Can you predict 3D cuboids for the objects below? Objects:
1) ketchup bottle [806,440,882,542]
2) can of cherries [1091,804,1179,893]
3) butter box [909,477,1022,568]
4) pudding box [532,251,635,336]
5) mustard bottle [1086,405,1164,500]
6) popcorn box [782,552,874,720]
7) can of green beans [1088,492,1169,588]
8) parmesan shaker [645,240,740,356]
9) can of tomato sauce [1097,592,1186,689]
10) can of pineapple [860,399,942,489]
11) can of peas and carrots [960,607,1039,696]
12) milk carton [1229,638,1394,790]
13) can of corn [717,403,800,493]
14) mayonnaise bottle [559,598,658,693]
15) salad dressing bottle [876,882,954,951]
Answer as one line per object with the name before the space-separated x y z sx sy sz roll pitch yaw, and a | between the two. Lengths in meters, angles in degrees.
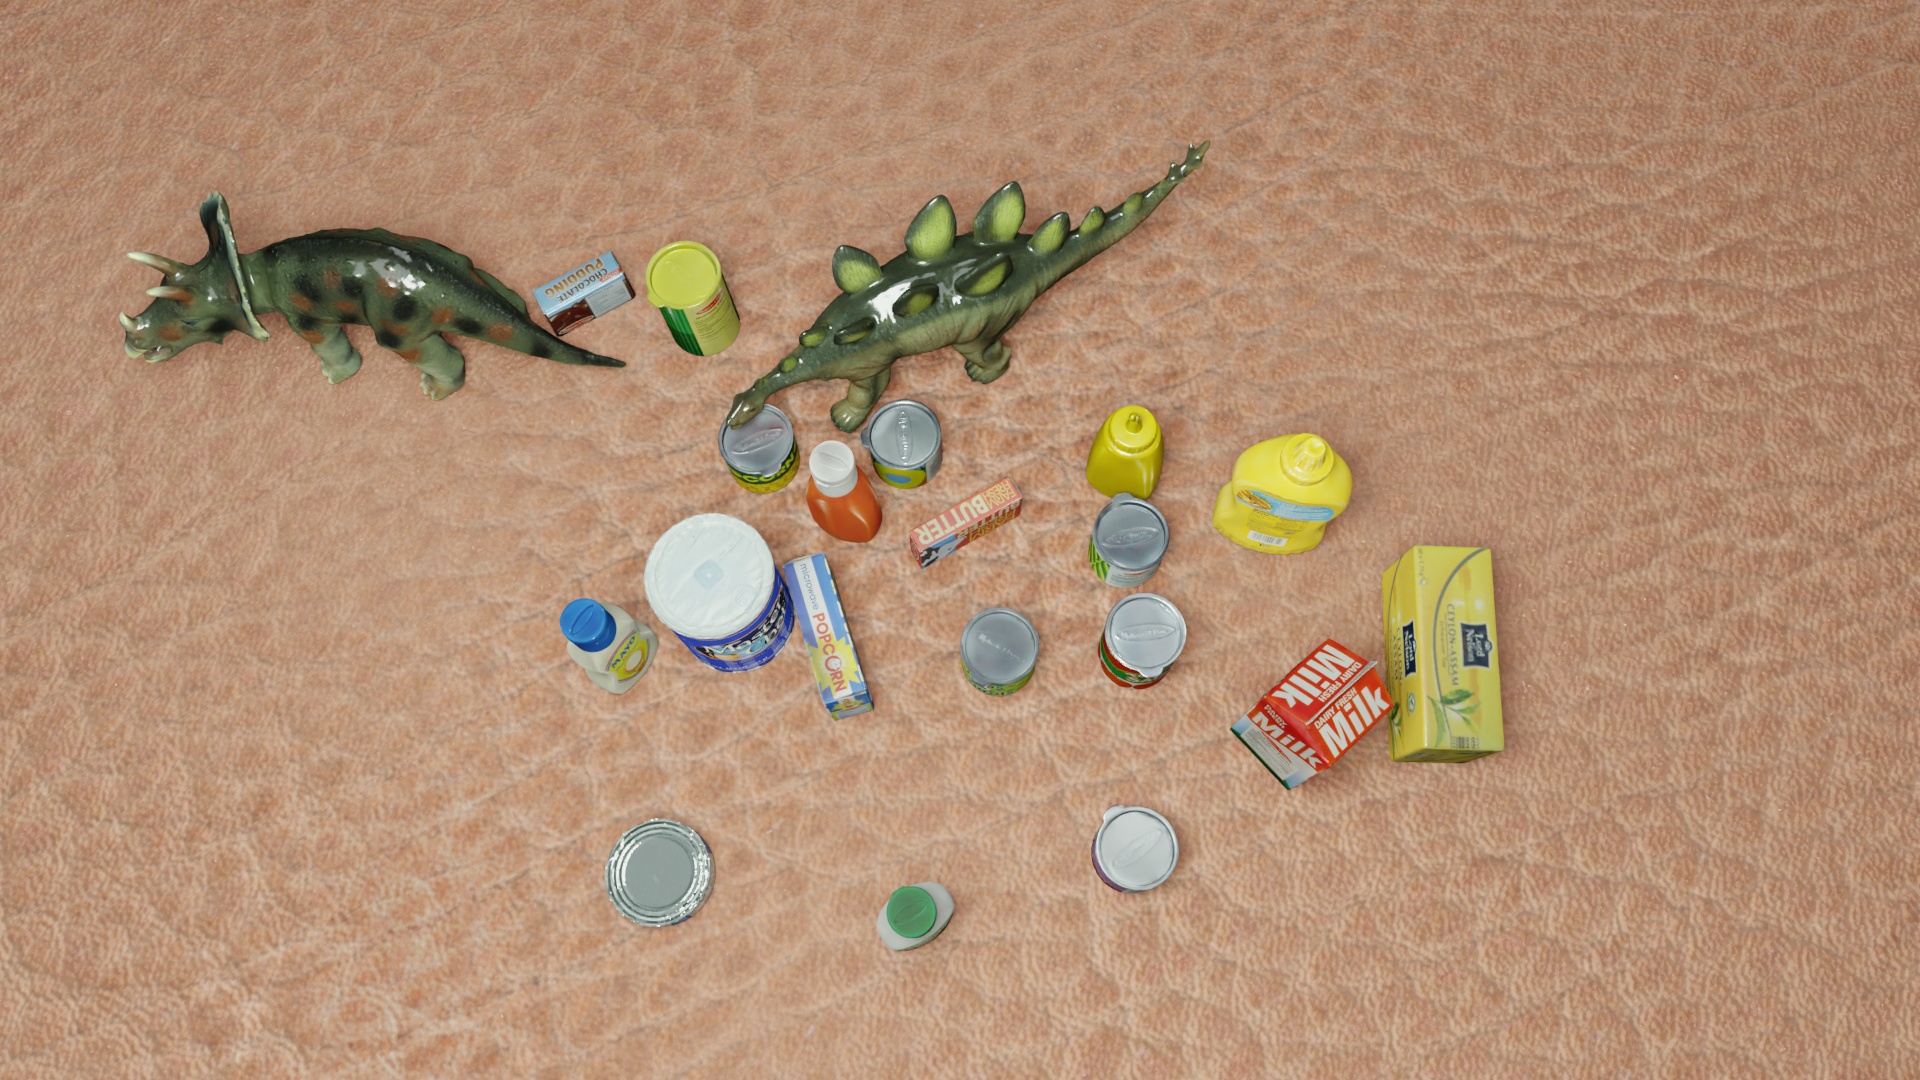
ketchup bottle | -0.102 -0.041 1.181 0.065 0.148 0.043 23 75 7
can of cherries | 0.140 0.251 1.133 0.071 0.058 0.071 0 73 1
butter box | 0.004 -0.015 1.221 0.104 0.053 0.024 -29 75 -8
pudding box | -0.350 -0.229 1.294 0.084 0.049 0.030 -30 75 -9
mustard bottle | 0.144 -0.079 1.184 0.065 0.159 0.049 18 74 6
popcorn box | -0.111 0.082 1.175 0.038 0.085 0.127 -17 73 -5
can of green beans | 0.146 0.003 1.212 0.071 0.057 0.071 0 73 1
parmesan shaker | -0.244 -0.216 1.261 0.071 0.102 0.071 0 73 1
can of tomato sauce | 0.152 0.088 1.172 0.071 0.083 0.071 0 73 1
can of pineapple | -0.051 -0.086 1.242 0.071 0.057 0.071 0 73 1
can of peas and carrots | 0.032 0.098 1.182 0.071 0.058 0.071 0 73 1
milk carton | 0.279 0.137 1.099 0.072 0.190 0.073 -40 77 -11
can of corn | -0.178 -0.079 1.240 0.071 0.058 0.071 0 73 1
mayonnaise bottle | -0.291 0.083 1.143 0.041 0.147 0.065 31 76 10
salad dressing bottle | -0.036 0.290 1.075 0.064 0.147 0.044 -31 75 -8
